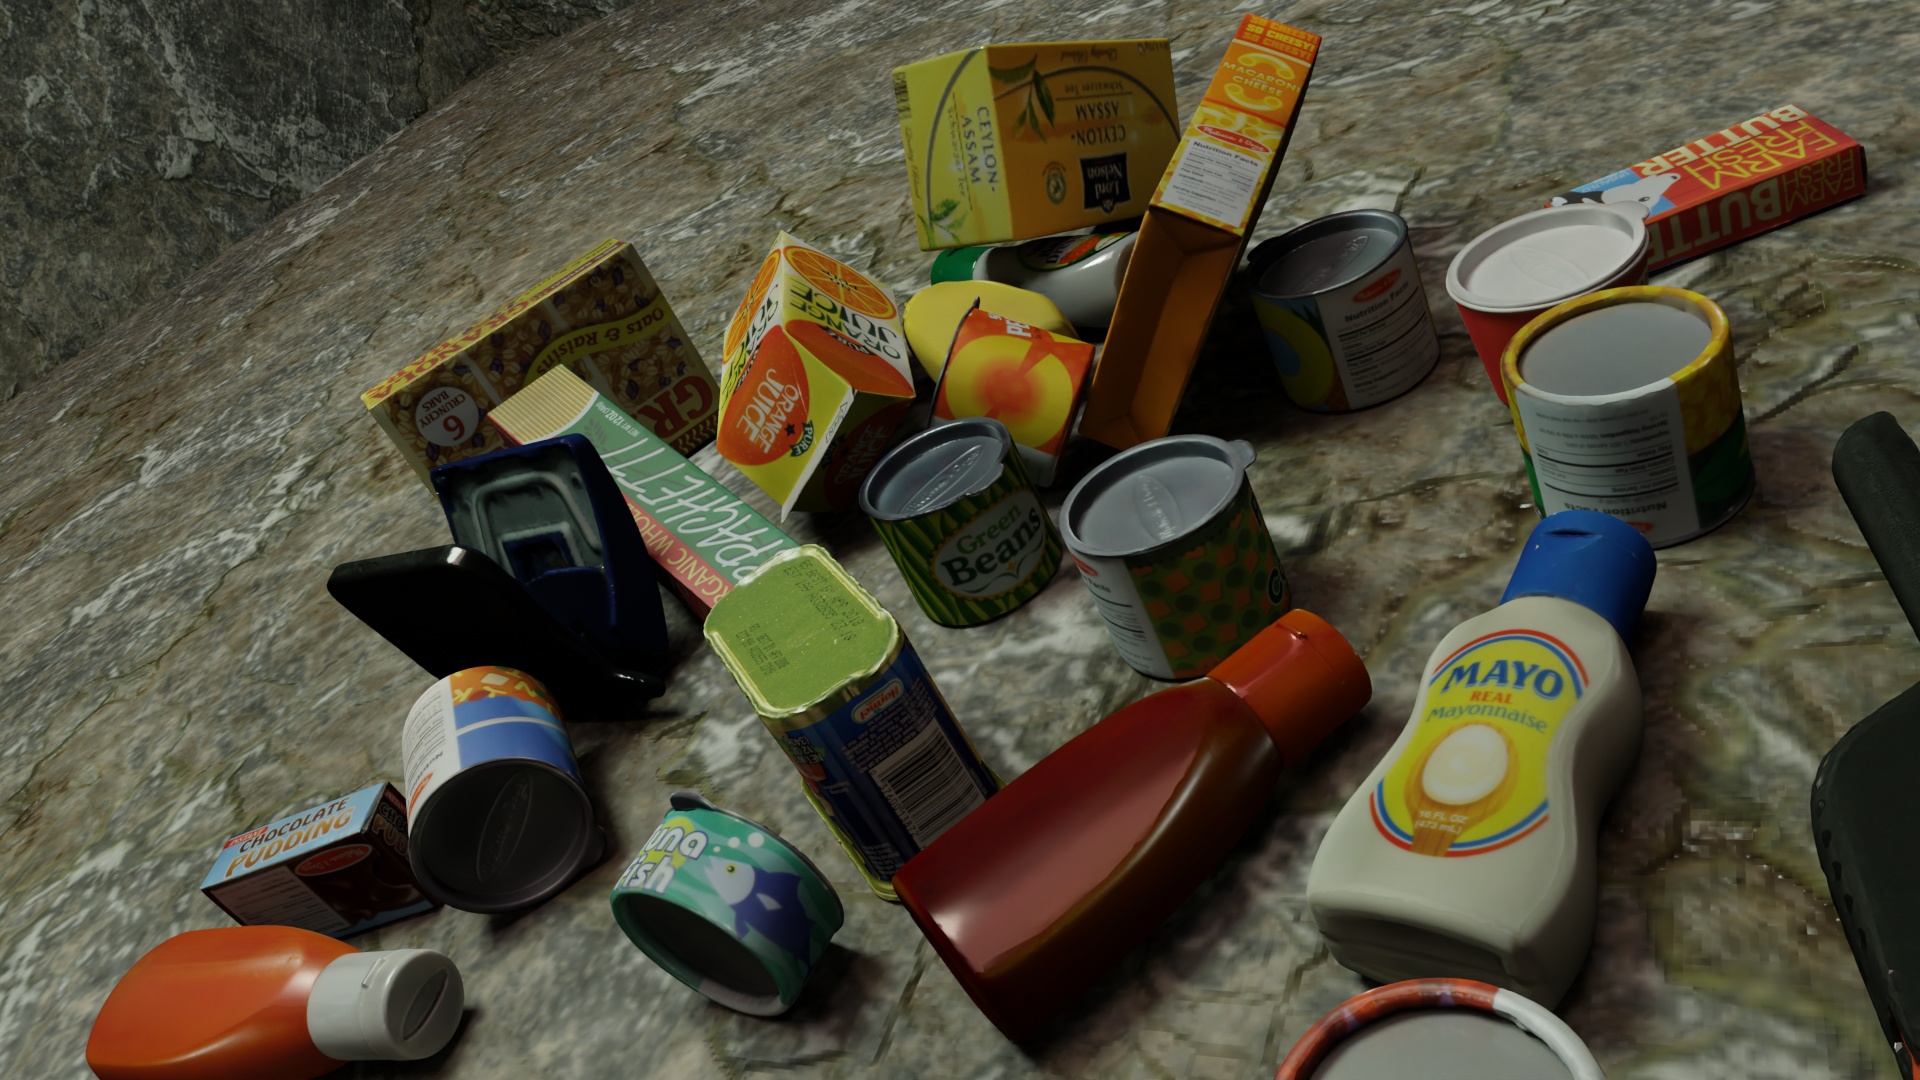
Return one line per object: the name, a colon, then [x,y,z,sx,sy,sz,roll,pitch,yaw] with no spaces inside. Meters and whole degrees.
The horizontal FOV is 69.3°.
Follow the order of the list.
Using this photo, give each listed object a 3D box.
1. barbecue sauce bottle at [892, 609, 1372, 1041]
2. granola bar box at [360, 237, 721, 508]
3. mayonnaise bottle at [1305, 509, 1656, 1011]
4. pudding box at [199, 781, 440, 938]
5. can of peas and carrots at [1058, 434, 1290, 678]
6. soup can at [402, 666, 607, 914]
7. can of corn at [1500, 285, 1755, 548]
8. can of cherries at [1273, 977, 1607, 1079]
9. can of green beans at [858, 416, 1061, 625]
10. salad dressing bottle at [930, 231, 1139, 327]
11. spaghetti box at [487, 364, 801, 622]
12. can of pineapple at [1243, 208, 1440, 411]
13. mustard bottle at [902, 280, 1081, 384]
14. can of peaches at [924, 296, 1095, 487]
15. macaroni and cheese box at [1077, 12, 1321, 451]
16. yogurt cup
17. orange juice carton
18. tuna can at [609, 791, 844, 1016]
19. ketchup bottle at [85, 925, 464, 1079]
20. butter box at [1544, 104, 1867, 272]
barbecue sauce bottle: [0.055,0.076,0.408,0.149,0.043,0.065,-35,31,-14]
granola bar box: [-0.229,-0.075,0.787,0.166,0.123,0.039,-38,31,-16]
mayonnaise bottle: [0.148,0.052,0.371,0.064,0.041,0.149,1,41,43]
pudding box: [-0.254,0.134,0.563,0.083,0.049,0.030,-20,33,14]
can of peas and carrots: [0.077,0.004,0.483,0.071,0.058,0.071,-20,31,13]
soup can: [-0.182,0.097,0.550,0.071,0.071,0.084,-33,30,-9]
can of corn: [0.213,-0.041,0.444,0.071,0.058,0.071,-20,31,13]
can of cherries: [0.097,0.131,0.274,0.071,0.058,0.072,-20,31,13]
can of green beans: [0.001,-0.008,0.564,0.071,0.057,0.071,-21,31,13]
salad dressing bottle: [0.043,-0.140,0.746,0.064,0.043,0.147,-35,29,-32]
spaghetti box: [-0.152,-0.020,0.675,0.050,0.028,0.250,-40,48,-19]
can of pineapple: [0.156,-0.095,0.571,0.071,0.057,0.071,-20,31,13]
mustard bottle: [0.007,-0.104,0.716,0.065,0.048,0.160,-39,31,-6]
can of peaches: [0.023,-0.064,0.604,0.058,0.070,0.071,19,43,5]
macaroni and cheese box: [0.106,-0.134,0.605,0.040,0.123,0.167,22,49,7]
yogurt cup: [0.218,-0.083,0.507,0.072,0.053,0.073,-21,31,13]
orange juice carton: [-0.074,-0.081,0.698,0.071,0.073,0.193,-56,22,22]
tuna can: [-0.074,0.113,0.428,0.071,0.071,0.033,-2,40,37]
ketchup bottle: [-0.249,0.171,0.508,0.148,0.043,0.065,-11,35,26]
butter box: [0.296,-0.138,0.557,0.103,0.024,0.053,-20,30,13]
